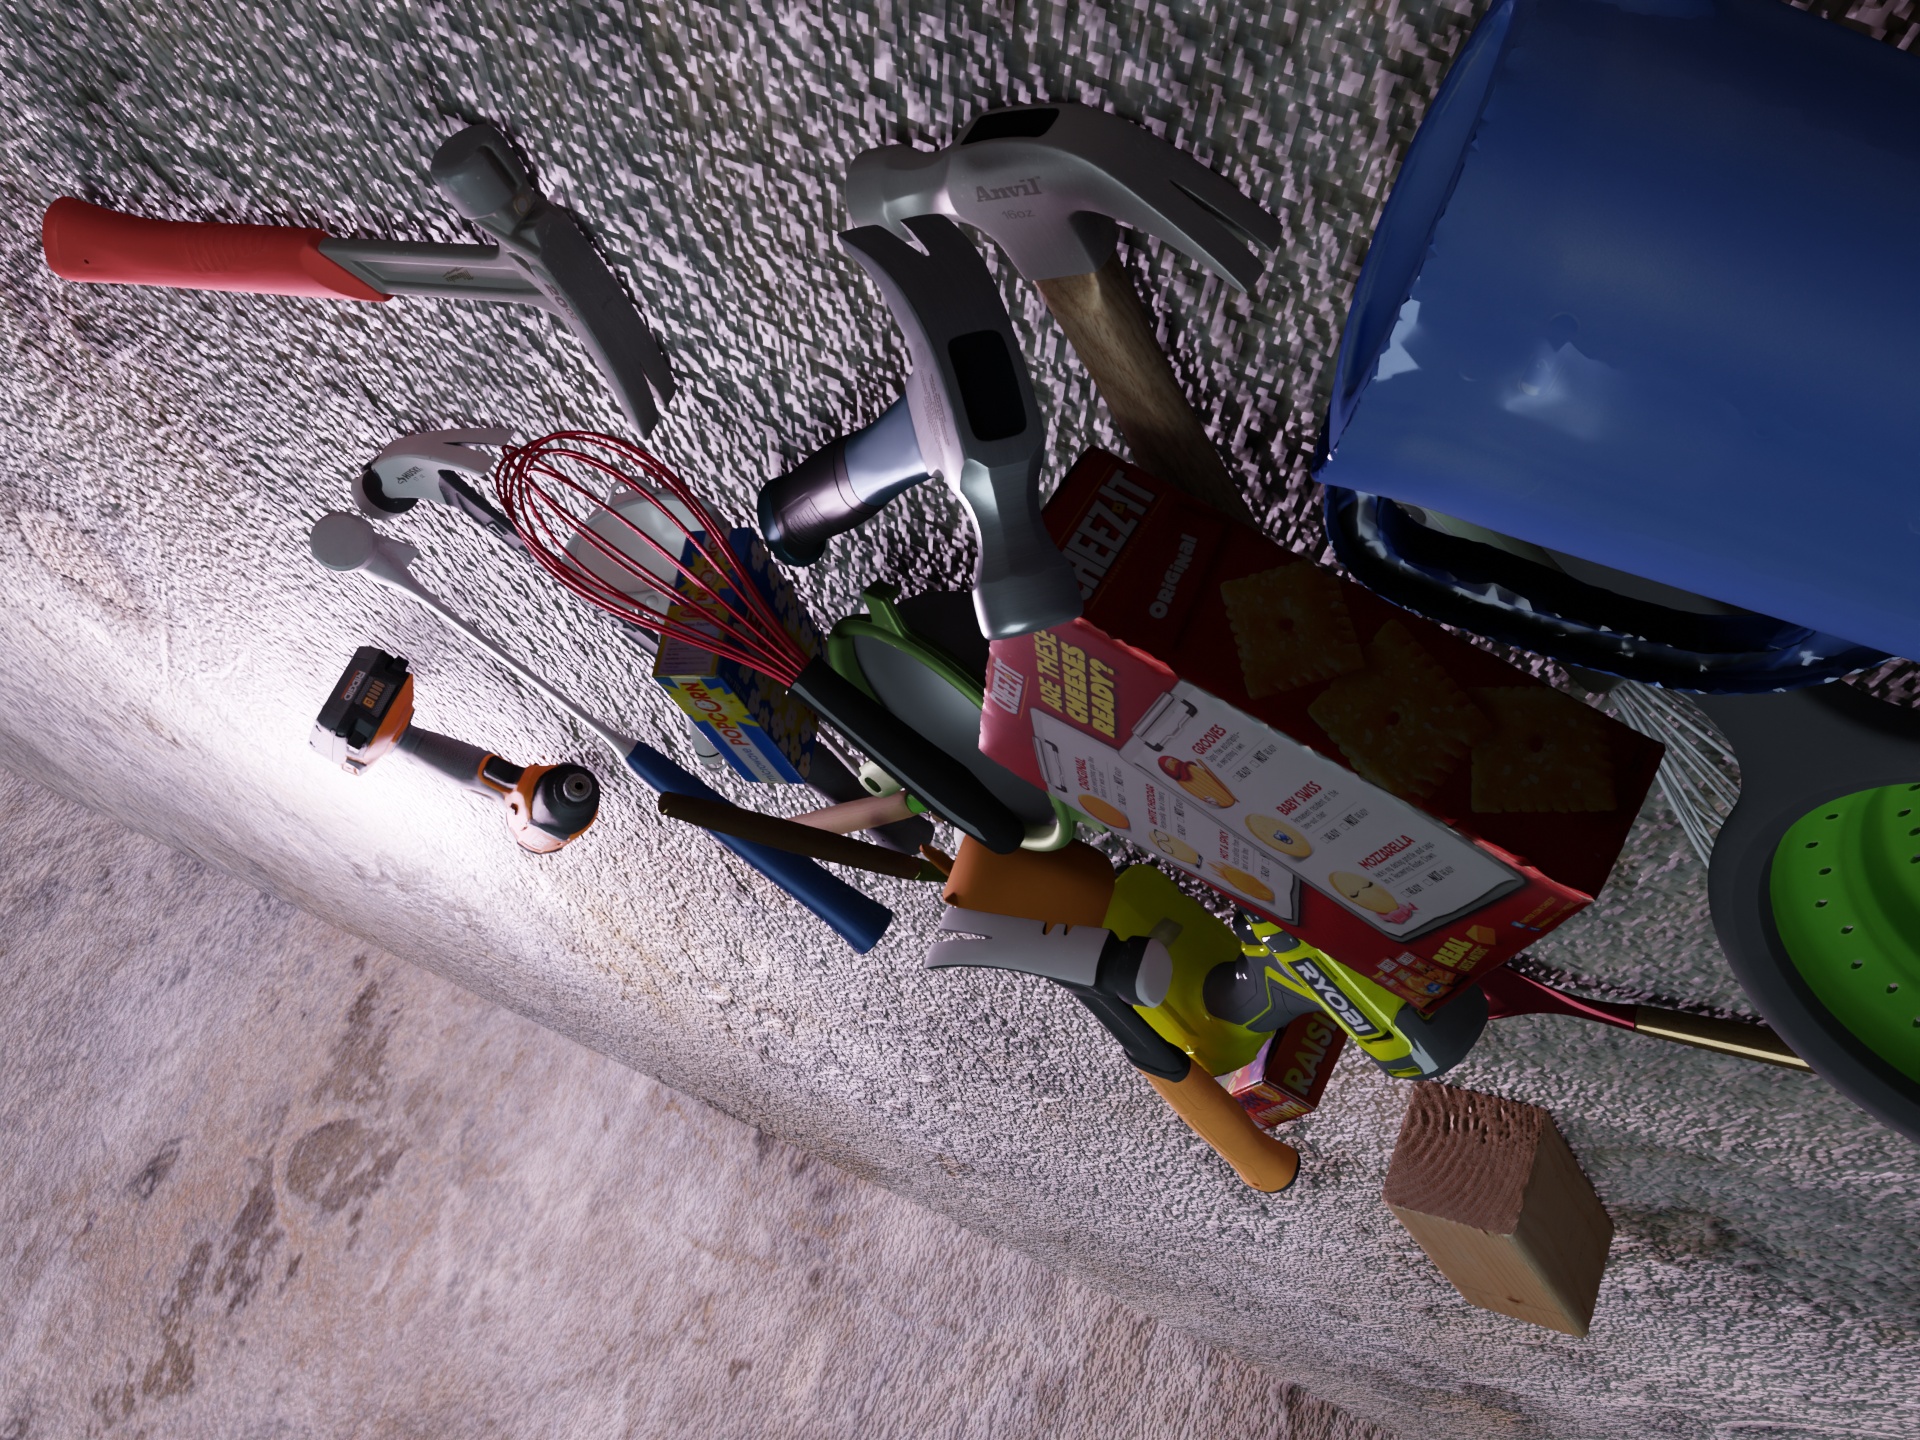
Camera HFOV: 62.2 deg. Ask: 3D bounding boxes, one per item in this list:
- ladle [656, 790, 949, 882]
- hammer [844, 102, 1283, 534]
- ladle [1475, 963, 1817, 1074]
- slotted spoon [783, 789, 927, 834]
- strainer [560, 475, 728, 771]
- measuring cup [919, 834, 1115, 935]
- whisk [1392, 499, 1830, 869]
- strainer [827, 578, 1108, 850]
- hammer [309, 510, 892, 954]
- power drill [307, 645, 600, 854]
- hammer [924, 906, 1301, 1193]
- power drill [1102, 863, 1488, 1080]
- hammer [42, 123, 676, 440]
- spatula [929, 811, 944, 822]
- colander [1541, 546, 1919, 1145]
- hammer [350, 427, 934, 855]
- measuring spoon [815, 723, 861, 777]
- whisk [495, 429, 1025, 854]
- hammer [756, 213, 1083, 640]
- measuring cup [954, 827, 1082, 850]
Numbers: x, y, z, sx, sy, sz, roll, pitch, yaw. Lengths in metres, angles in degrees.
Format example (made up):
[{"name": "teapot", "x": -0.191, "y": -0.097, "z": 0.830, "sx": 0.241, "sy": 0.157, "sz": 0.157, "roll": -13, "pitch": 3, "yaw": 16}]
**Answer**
[{"name": "ladle", "x": -0.053, "y": 0.096, "z": 0.962, "sx": 0.320, "sy": 0.062, "sz": 0.078, "roll": 20, "pitch": -174, "yaw": -42}, {"name": "hammer", "x": 0.091, "y": -0.078, "z": 0.582, "sx": 0.130, "sy": 0.031, "sz": 0.331, "roll": 5, "pitch": 146, "yaw": 39}, {"name": "ladle", "x": 0.369, "y": 0.156, "z": 0.802, "sx": 0.315, "sy": 0.031, "sz": 0.069, "roll": 8, "pitch": 146, "yaw": 33}, {"name": "slotted spoon", "x": -0.042, "y": 0.054, "z": 0.961, "sx": 0.070, "sy": 0.031, "sz": 0.314, "roll": 39, "pitch": 147, "yaw": -28}, {"name": "strainer", "x": -0.158, "y": -0.050, "z": 0.862, "sx": 0.258, "sy": 0.087, "sz": 0.050, "roll": 84, "pitch": 165, "yaw": -51}, {"name": "measuring cup", "x": 0.022, "y": 0.075, "z": 0.893, "sx": 0.095, "sy": 0.052, "sz": 0.174, "roll": 17, "pitch": -175, "yaw": -27}, {"name": "whisk", "x": 0.237, "y": -0.014, "z": 0.567, "sx": 0.246, "sy": 0.059, "sz": 0.058, "roll": 39, "pitch": -178, "yaw": -16}, {"name": "strainer", "x": -0.001, "y": -0.003, "z": 0.810, "sx": 0.151, "sy": 0.069, "sz": 0.256, "roll": 44, "pitch": 162, "yaw": -4}, {"name": "hammer", "x": -0.211, "y": 0.011, "z": 0.978, "sx": 0.405, "sy": 0.035, "sz": 0.144, "roll": 38, "pitch": 175, "yaw": -10}, {"name": "power drill", "x": -0.397, "y": 0.030, "z": 1.277, "sx": 0.226, "sy": 0.084, "sz": 0.164, "roll": 30, "pitch": 156, "yaw": -17}, {"name": "hammer", "x": 0.110, "y": 0.193, "z": 0.878, "sx": 0.127, "sy": 0.034, "sz": 0.336, "roll": 4, "pitch": 151, "yaw": 35}, {"name": "power drill", "x": 0.151, "y": 0.116, "z": 0.867, "sx": 0.190, "sy": 0.080, "sz": 0.228, "roll": 46, "pitch": 153, "yaw": -4}, {"name": "hammer", "x": -0.301, "y": -0.206, "z": 0.740, "sx": 0.359, "sy": 0.037, "sz": 0.149, "roll": 12, "pitch": 152, "yaw": 30}, {"name": "spatula", "x": 0.082, "y": 0.012, "z": 0.770, "sx": 0.059, "sy": 0.018, "sz": 0.316, "roll": 37, "pitch": 146, "yaw": -23}, {"name": "colander", "x": 0.299, "y": 0.000, "z": 0.499, "sx": 0.397, "sy": 0.094, "sz": 0.204, "roll": 46, "pitch": 156, "yaw": 1}, {"name": "hammer", "x": -0.166, "y": -0.036, "z": 0.954, "sx": 0.408, "sy": 0.036, "sz": 0.149, "roll": 39, "pitch": 153, "yaw": -28}, {"name": "measuring spoon", "x": -0.076, "y": 0.000, "z": 0.893, "sx": 0.034, "sy": 0.018, "sz": 0.124, "roll": 55, "pitch": 173, "yaw": -35}, {"name": "whisk", "x": -0.088, "y": -0.034, "z": 0.725, "sx": 0.296, "sy": 0.073, "sz": 0.073, "roll": 38, "pitch": 155, "yaw": -5}, {"name": "hammer", "x": -0.036, "y": -0.089, "z": 0.583, "sx": 0.331, "sy": 0.033, "sz": 0.128, "roll": -176, "pitch": 72, "yaw": -74}, {"name": "measuring cup", "x": 0.063, "y": 0.100, "z": 0.987, "sx": 0.167, "sy": 0.038, "sz": 0.083, "roll": 41, "pitch": 153, "yaw": -25}]
